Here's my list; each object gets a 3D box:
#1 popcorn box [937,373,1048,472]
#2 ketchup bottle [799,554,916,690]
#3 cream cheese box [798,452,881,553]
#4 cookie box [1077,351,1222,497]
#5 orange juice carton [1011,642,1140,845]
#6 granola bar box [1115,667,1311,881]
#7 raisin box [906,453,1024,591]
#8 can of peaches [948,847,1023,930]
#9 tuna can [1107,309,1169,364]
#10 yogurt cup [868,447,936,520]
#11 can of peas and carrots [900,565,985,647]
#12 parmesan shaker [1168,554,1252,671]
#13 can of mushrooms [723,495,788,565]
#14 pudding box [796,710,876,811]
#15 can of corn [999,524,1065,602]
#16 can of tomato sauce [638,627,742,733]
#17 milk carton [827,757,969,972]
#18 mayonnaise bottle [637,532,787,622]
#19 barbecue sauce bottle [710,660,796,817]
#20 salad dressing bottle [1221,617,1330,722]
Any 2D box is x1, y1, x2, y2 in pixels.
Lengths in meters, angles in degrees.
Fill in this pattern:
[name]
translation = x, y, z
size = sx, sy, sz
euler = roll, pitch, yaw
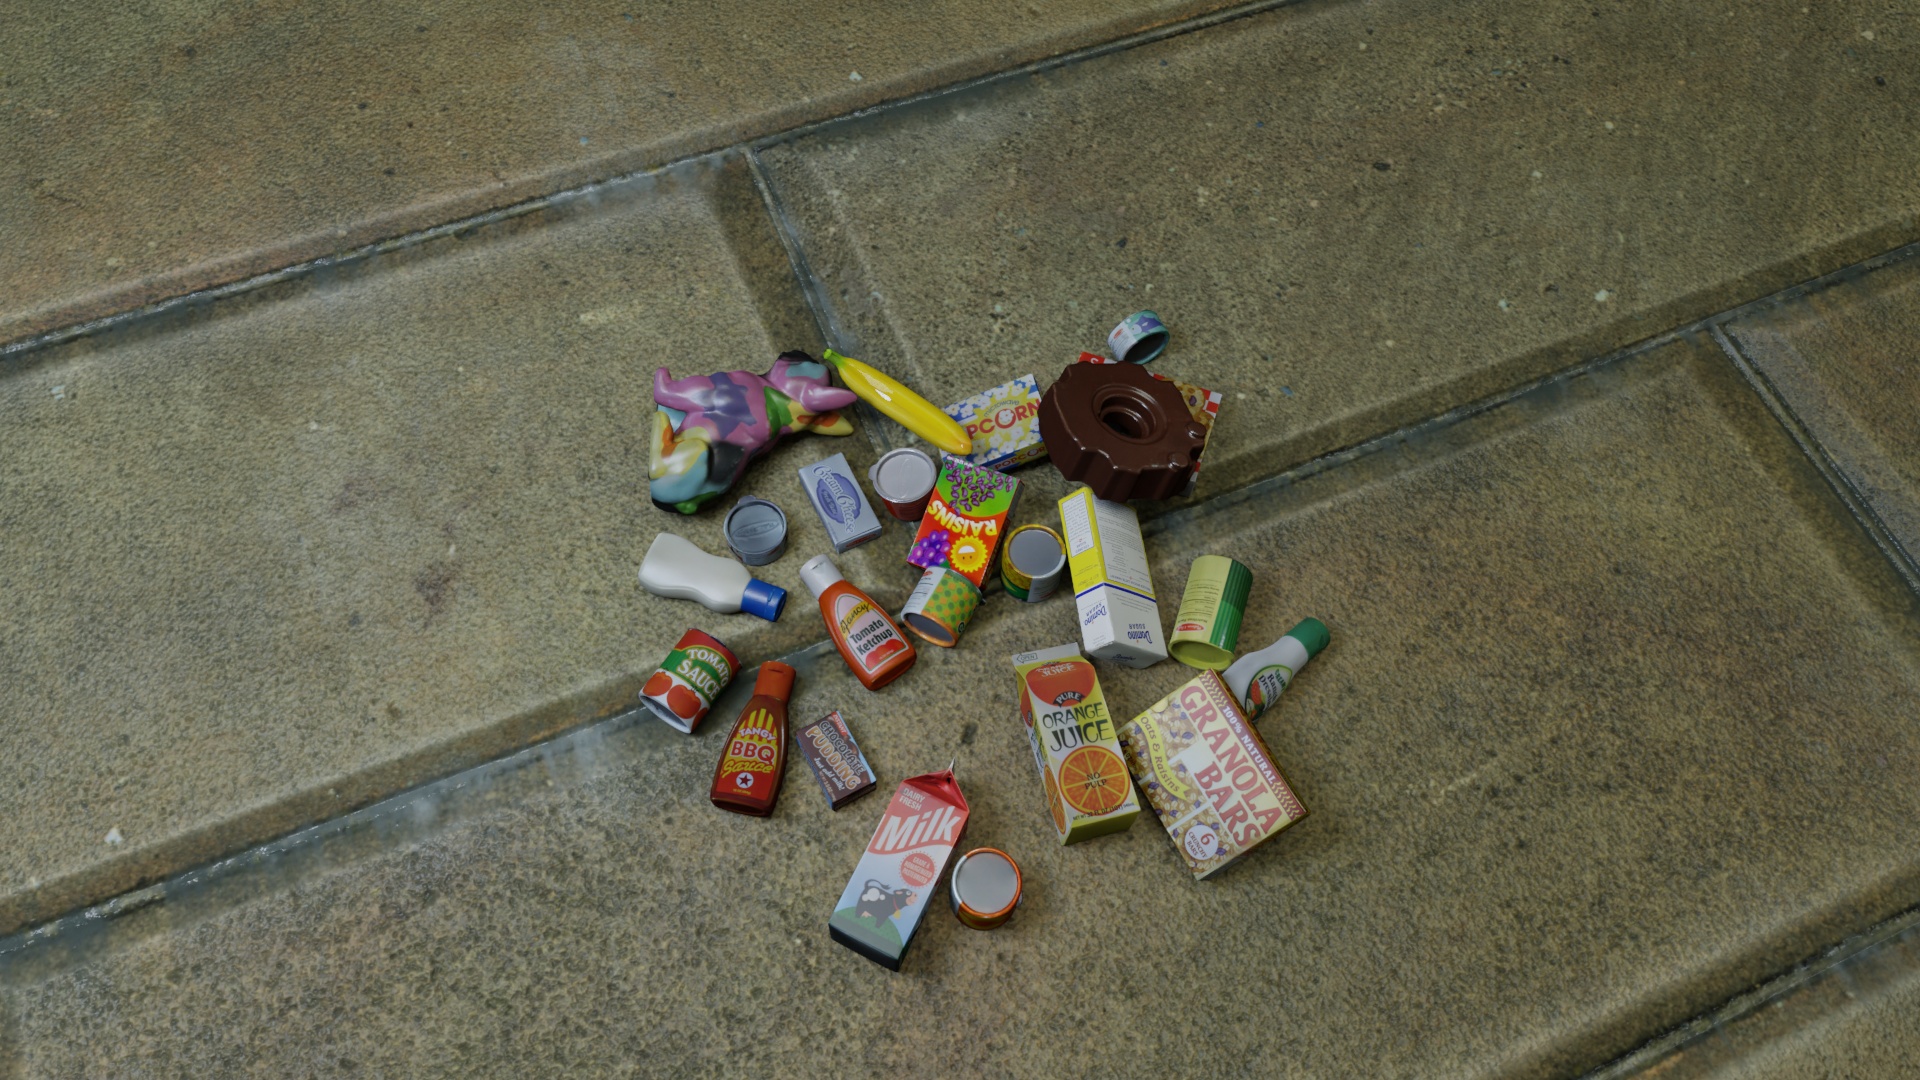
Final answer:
[popcorn box]
translation = 0.037, -0.119, 1.520
size = 0.126, 0.038, 0.085
euler = -21, 63, 7
[ketchup bottle]
translation = -0.110, 0.080, 1.426
size = 0.065, 0.043, 0.149
euler = -32, 68, -18
[cream cheese box]
translation = -0.131, -0.041, 1.497
size = 0.053, 0.024, 0.104
euler = -23, 66, -15
[cookie box]
translation = 0.195, -0.132, 1.555
size = 0.167, 0.040, 0.123
euler = 18, 63, 6
[orange juice carton]
translation = 0.110, 0.192, 1.364
size = 0.072, 0.072, 0.193
euler = -12, 64, -9
[granola bar box]
translation = 0.240, 0.225, 1.343
size = 0.124, 0.039, 0.166
euler = -37, 67, 13
[raisin box]
translation = 0.005, -0.018, 1.461
size = 0.086, 0.040, 0.123
euler = 20, 85, 11
[can of peaches]
translation = 0.025, 0.326, 1.299
size = 0.071, 0.057, 0.071
euler = 1, 63, -2
[tuna can]
translation = 0.207, -0.231, 1.594
size = 0.071, 0.070, 0.033
euler = -23, 68, -14
[yogurt cup]
translation = -0.057, -0.057, 1.489
size = 0.072, 0.053, 0.073
euler = -3, 60, 5
[can of peas and carrots]
translation = -0.018, 0.070, 1.425
size = 0.071, 0.070, 0.059
euler = 26, 65, 10
[parmesan shaker]
translation = 0.262, 0.075, 1.436
size = 0.071, 0.071, 0.103
euler = 18, 63, 6
[can of mushrooms]
translation = -0.216, -0.010, 1.472
size = 0.071, 0.033, 0.071
euler = 1, 63, -2
[pudding box]
translation = -0.122, 0.216, 1.362
size = 0.050, 0.030, 0.084
euler = -25, 67, -16
[can of corn]
translation = 0.074, 0.022, 1.458
size = 0.071, 0.058, 0.071
euler = 1, 63, -3
[can of tomato sauce]
translation = -0.266, 0.138, 1.371
size = 0.071, 0.071, 0.083
euler = 30, 66, 12
[milk carton]
translation = -0.047, 0.296, 1.302
size = 0.073, 0.072, 0.191
euler = 24, 64, 9
[mayonnaise bottle]
translation = -0.254, 0.044, 1.438
size = 0.148, 0.041, 0.065
euler = 20, 65, 6
[barbecue sauce bottle]
translation = -0.196, 0.193, 1.362
size = 0.065, 0.043, 0.149
euler = 11, 62, 3
[salad dressing bottle]
translation = 0.318, 0.131, 1.419
size = 0.148, 0.064, 0.044
euler = -35, 33, -26
